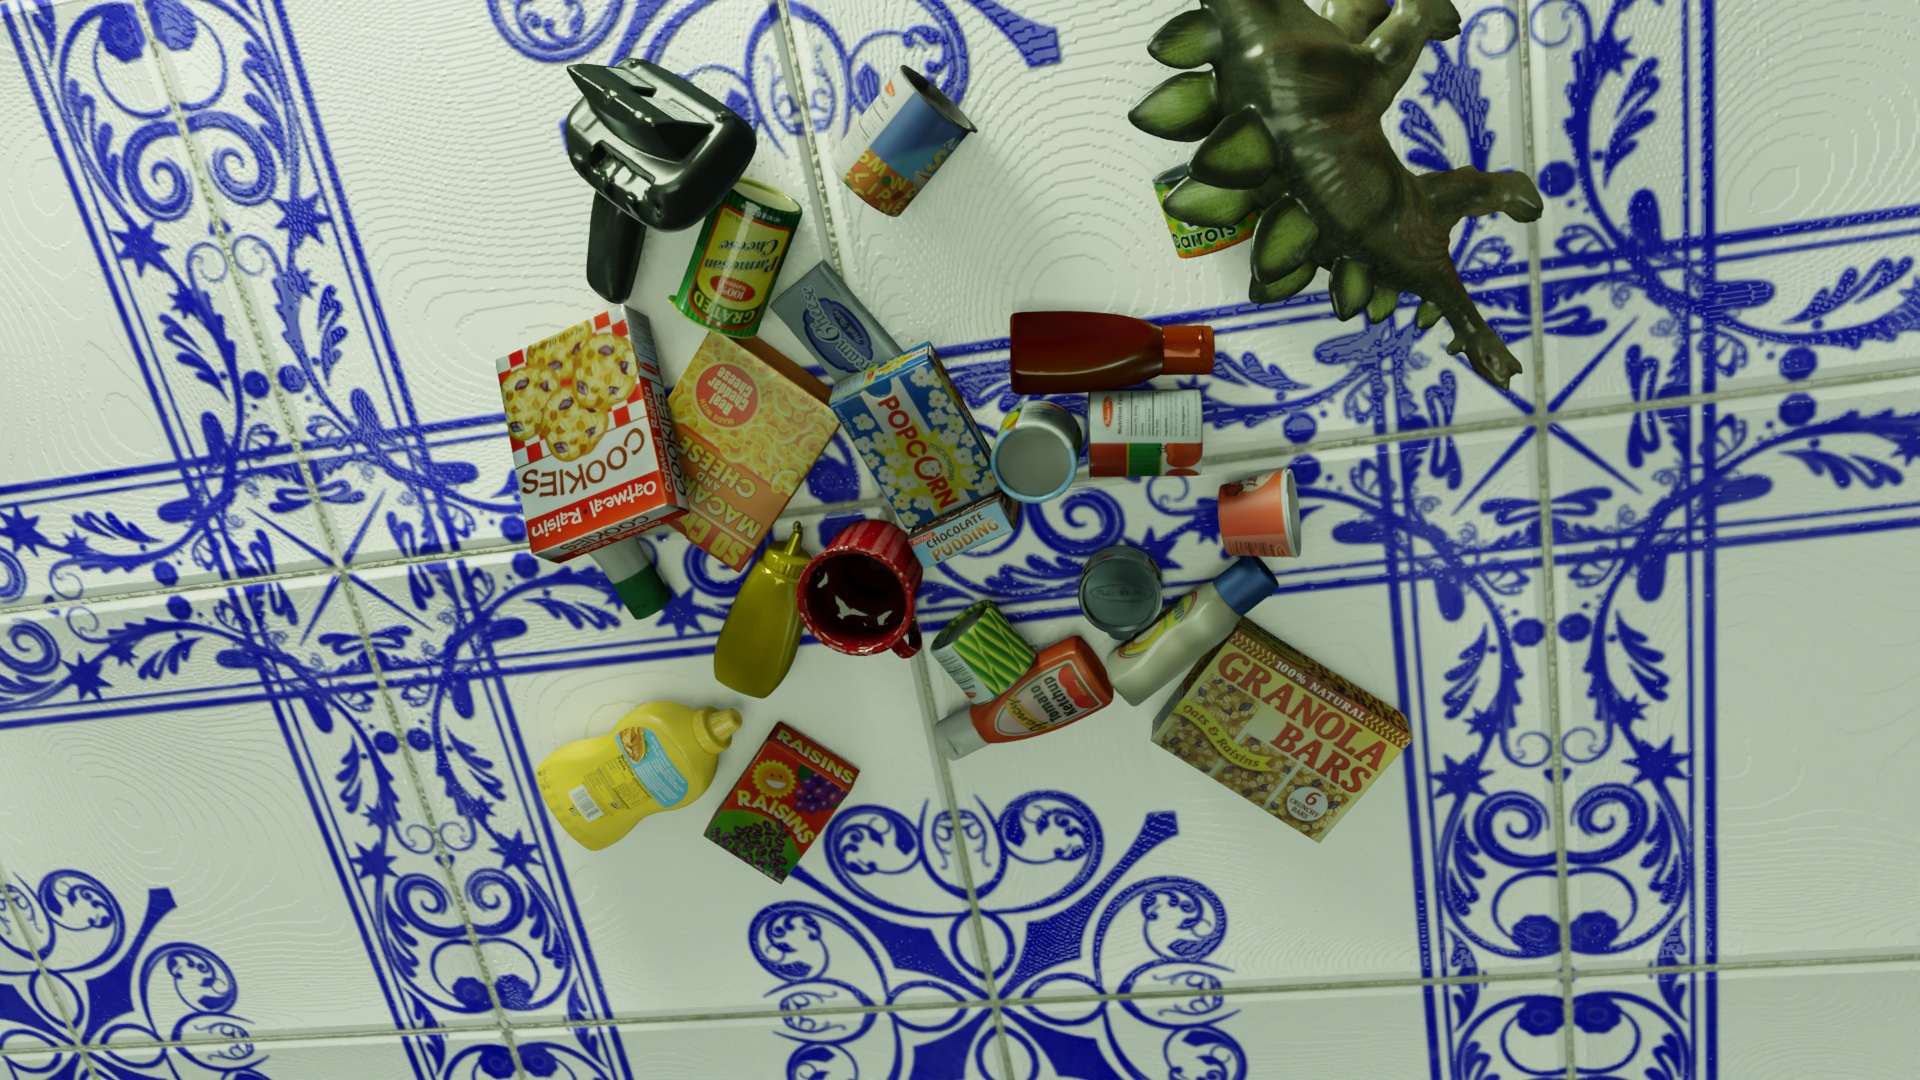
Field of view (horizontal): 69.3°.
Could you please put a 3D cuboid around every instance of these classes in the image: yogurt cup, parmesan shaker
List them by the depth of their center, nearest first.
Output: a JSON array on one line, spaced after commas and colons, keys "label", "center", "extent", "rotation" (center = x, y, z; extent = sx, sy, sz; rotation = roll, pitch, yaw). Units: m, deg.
[{"label": "parmesan shaker", "center": [-0.168, -0.212, 1.032], "extent": [0.071, 0.071, 0.102], "rotation": [25, 113, -1]}, {"label": "yogurt cup", "center": [0.226, -0.018, 1.049], "extent": [0.054, 0.073, 0.072], "rotation": [-6, 110, 20]}]

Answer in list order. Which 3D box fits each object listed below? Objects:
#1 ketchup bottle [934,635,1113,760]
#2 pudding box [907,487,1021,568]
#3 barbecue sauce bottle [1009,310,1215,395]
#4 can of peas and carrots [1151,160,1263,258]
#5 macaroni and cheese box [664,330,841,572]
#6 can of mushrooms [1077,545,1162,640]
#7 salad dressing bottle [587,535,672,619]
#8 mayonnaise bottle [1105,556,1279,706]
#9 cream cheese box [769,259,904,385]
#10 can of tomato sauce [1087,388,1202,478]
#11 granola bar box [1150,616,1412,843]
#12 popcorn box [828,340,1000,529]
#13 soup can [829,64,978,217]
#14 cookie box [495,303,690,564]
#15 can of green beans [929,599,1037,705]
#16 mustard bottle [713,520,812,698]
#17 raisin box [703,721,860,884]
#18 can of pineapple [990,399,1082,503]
[{"label": "ketchup bottle", "center": [0.049, 0.136, 1.147], "extent": [0.148, 0.044, 0.064], "rotation": [-29, 109, 19]}, {"label": "pudding box", "center": [0.004, -0.014, 1.092], "extent": [0.083, 0.050, 0.030], "rotation": [-23, 108, 17]}, {"label": "barbecue sauce bottle", "center": [0.111, -0.139, 1.023], "extent": [0.149, 0.065, 0.043], "rotation": [-1, 149, 2]}, {"label": "can of peas and carrots", "center": [0.173, -0.235, 0.968], "extent": [0.071, 0.071, 0.058], "rotation": [-18, 108, 15]}, {"label": "macaroni and cheese box", "center": [-0.182, -0.074, 1.103], "extent": [0.124, 0.040, 0.166], "rotation": [35, 112, -4]}, {"label": "can of mushrooms", "center": [0.127, 0.041, 1.103], "extent": [0.071, 0.033, 0.070], "rotation": [3, 111, 7]}, {"label": "salad dressing bottle", "center": [-0.291, -0.004, 1.147], "extent": [0.064, 0.044, 0.147], "rotation": [-22, 107, 21]}, {"label": "mayonnaise bottle", "center": [0.181, 0.067, 1.091], "extent": [0.147, 0.065, 0.041], "rotation": [-41, 103, 17]}, {"label": "cream cheese box", "center": [-0.091, -0.159, 1.065], "extent": [0.053, 0.024, 0.103], "rotation": [-37, 102, 21]}, {"label": "can of tomato sauce", "center": [0.137, -0.079, 1.037], "extent": [0.083, 0.071, 0.071], "rotation": [0, 111, 7]}, {"label": "granola bar box", "center": [0.257, 0.152, 1.122], "extent": [0.165, 0.039, 0.123], "rotation": [32, 113, -4]}, {"label": "popcorn box", "center": [-0.033, -0.079, 1.063], "extent": [0.085, 0.038, 0.126], "rotation": [-23, 120, 15]}, {"label": "soup can", "center": [-0.041, -0.281, 0.988], "extent": [0.071, 0.071, 0.083], "rotation": [41, 112, -8]}, {"label": "cookie box", "center": [-0.285, -0.081, 1.075], "extent": [0.123, 0.040, 0.168], "rotation": [-19, 75, 16]}, {"label": "can of green beans", "center": [0.018, 0.090, 1.121], "extent": [0.071, 0.071, 0.057], "rotation": [-36, 102, 20]}, {"label": "mustard bottle", "center": [-0.154, 0.052, 1.144], "extent": [0.065, 0.049, 0.159], "rotation": [23, 112, 0]}, {"label": "raisin box", "center": [-0.157, 0.230, 1.219], "extent": [0.086, 0.040, 0.123], "rotation": [33, 114, -4]}, {"label": "can of pineapple", "center": [0.058, -0.066, 1.059], "extent": [0.071, 0.058, 0.070], "rotation": [3, 112, 8]}]
